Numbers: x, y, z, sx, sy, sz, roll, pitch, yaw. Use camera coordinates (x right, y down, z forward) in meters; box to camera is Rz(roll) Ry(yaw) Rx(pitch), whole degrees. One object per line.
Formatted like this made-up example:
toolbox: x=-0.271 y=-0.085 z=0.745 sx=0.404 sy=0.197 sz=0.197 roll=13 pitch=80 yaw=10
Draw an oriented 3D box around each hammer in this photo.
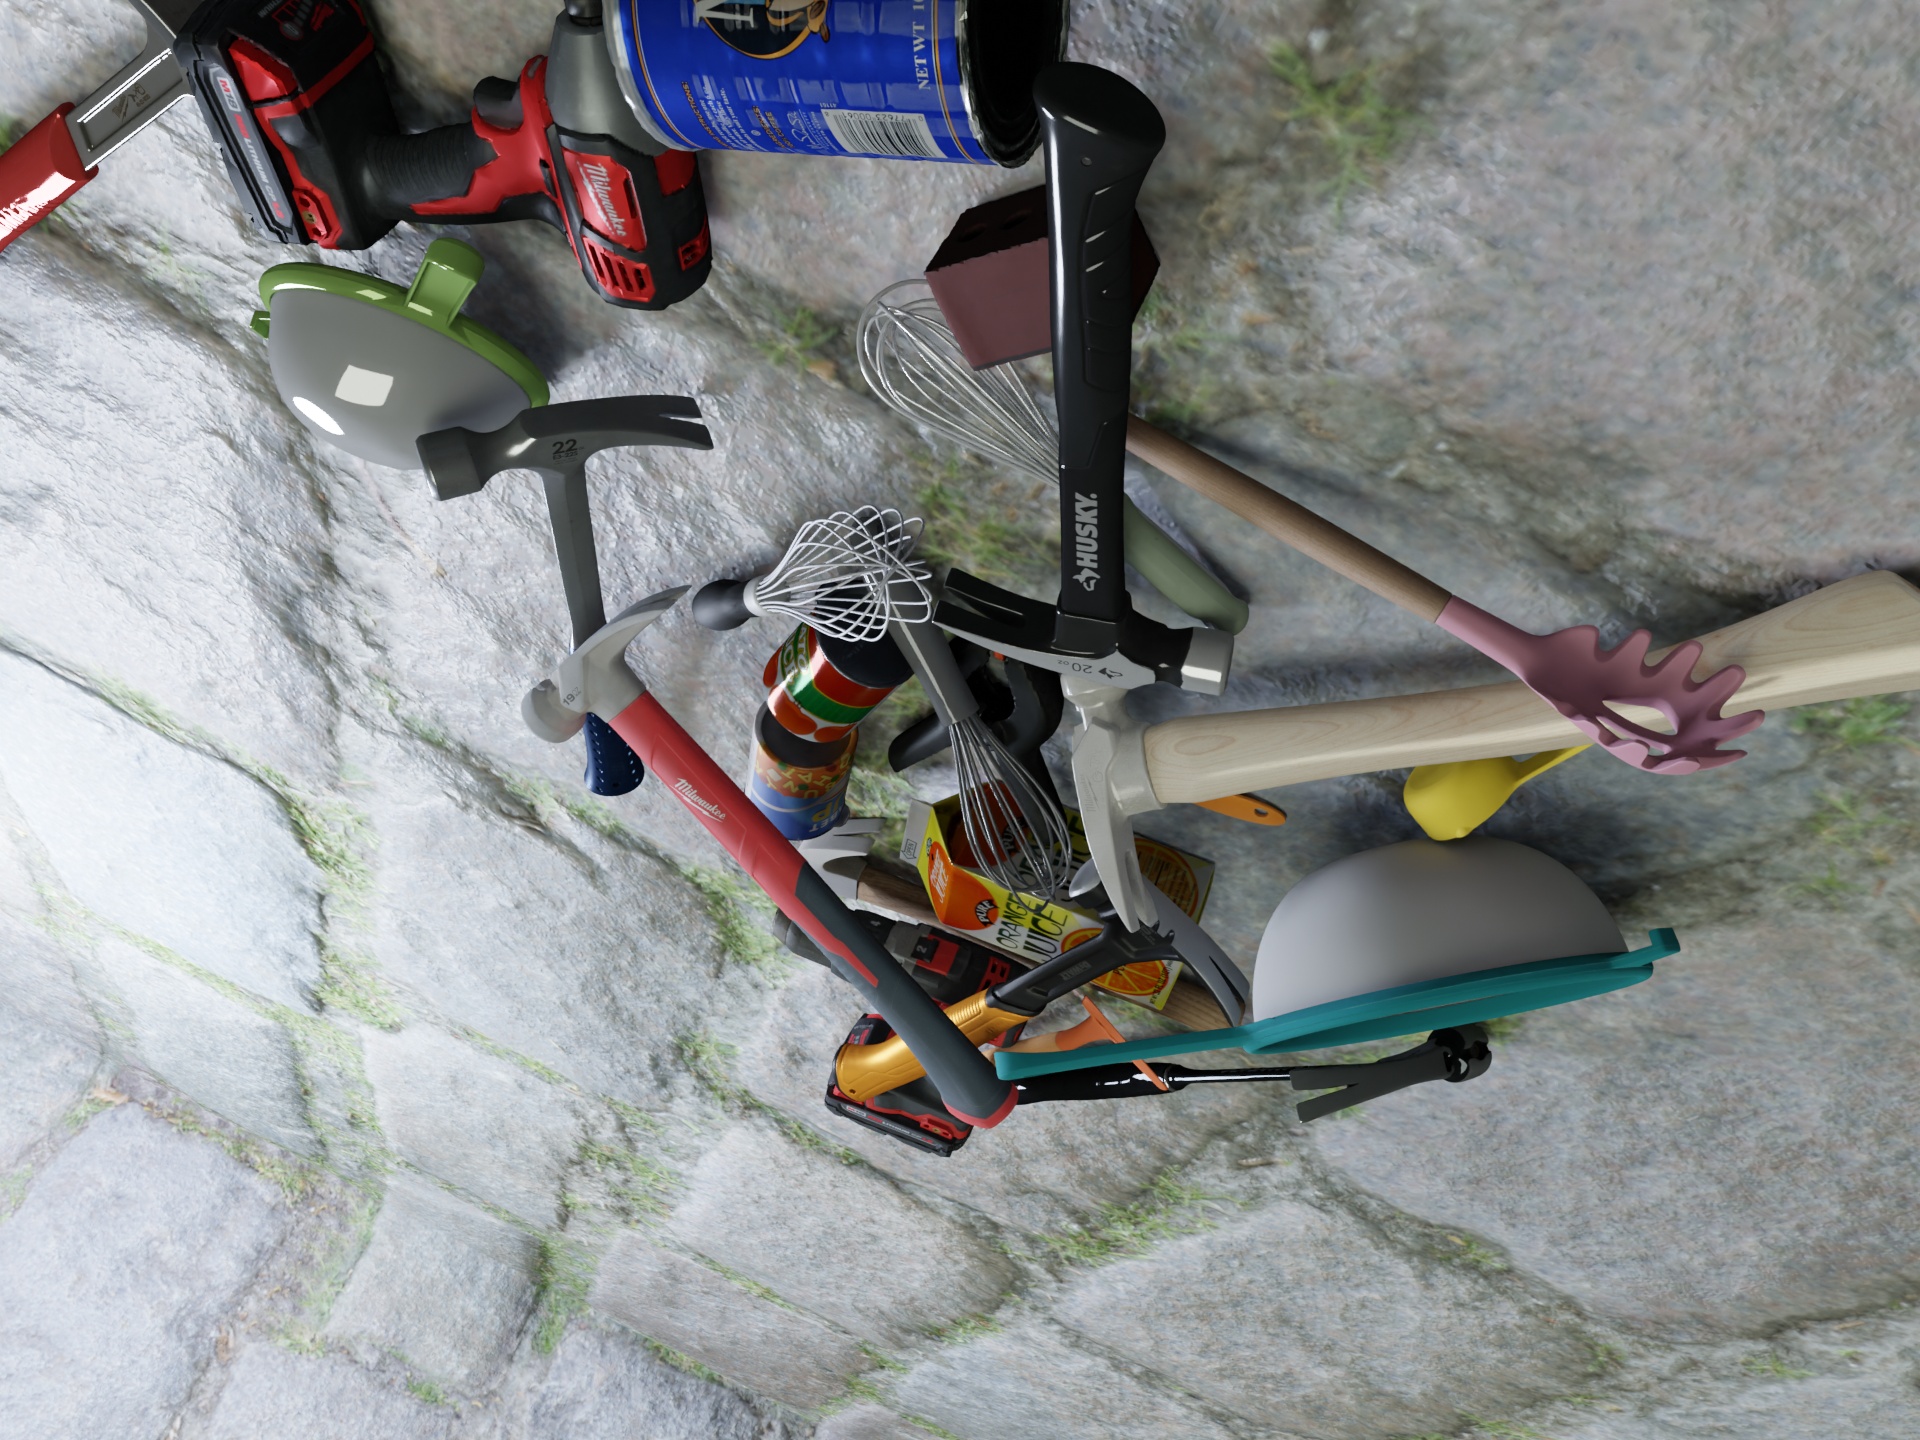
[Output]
hammer: x=0.027 y=0.189 z=1.010 sx=0.127 sy=0.034 sz=0.337 roll=42 pitch=135 yaw=-13
hammer: x=0.037 y=0.150 z=1.107 sx=0.331 sy=0.031 sz=0.130 roll=19 pitch=145 yaw=9
hammer: x=-0.088 y=0.094 z=0.951 sx=0.143 sy=0.038 sz=0.386 roll=-34 pitch=103 yaw=34
hammer: x=-0.219 y=-0.056 z=0.964 sx=0.144 sy=0.035 sz=0.405 roll=-17 pitch=156 yaw=-15
hammer: x=0.158 y=0.251 z=1.110 sx=0.149 sy=0.036 sz=0.409 roll=-5 pitch=171 yaw=-36
hammer: x=-0.501 y=-0.308 z=0.860 sx=0.359 sy=0.037 sz=0.149 roll=-8 pitch=132 yaw=38
hammer: x=0.235 y=0.011 z=0.752 sx=0.411 sy=0.038 sz=0.146 roll=-11 pitch=91 yaw=36
hammer: x=0.050 y=-0.122 z=0.667 sx=0.146 sy=0.035 sz=0.334 roll=11 pitch=149 yaw=12

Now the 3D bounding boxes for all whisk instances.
whisk: x=0.050 y=-0.117 z=0.754 sx=0.246 sy=0.059 sz=0.058 roll=37 pitch=180 yaw=-21
whisk: x=-0.090 y=-0.068 z=0.839 sx=0.070 sy=0.070 sz=0.285 roll=41 pitch=162 yaw=-20
whisk: x=-0.003 y=-0.002 z=0.868 sx=0.055 sy=0.055 sz=0.239 roll=-19 pitch=101 yaw=45

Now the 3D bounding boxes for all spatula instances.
spatula: x=0.060 y=0.244 z=1.171 sx=0.081 sy=0.041 sz=0.322 roll=49 pitch=151 yaw=-2

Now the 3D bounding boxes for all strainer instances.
strainer: x=0.182 y=0.122 z=0.845 sx=0.340 sy=0.095 sz=0.211 roll=-9 pitch=163 yaw=2
strainer: x=-0.272 y=-0.170 z=0.775 sx=0.151 sy=0.069 sz=0.256 roll=22 pitch=170 yaw=-24

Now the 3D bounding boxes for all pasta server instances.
pasta server: x=0.188 y=-0.066 z=0.692 sx=0.316 sy=0.060 sz=0.040 roll=32 pitch=155 yaw=14

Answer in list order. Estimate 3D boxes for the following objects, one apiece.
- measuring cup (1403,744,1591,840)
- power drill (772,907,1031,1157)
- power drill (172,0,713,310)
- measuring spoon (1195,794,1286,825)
measuring cup: x=0.278 y=0.007 z=0.768 sx=0.029 sy=0.062 sz=0.156 roll=44 pitch=131 yaw=-7
power drill: x=-0.050 y=0.215 z=1.156 sx=0.188 sy=0.080 sz=0.226 roll=21 pitch=142 yaw=7
power drill: x=-0.222 y=-0.267 z=0.707 sx=0.220 sy=0.079 sz=0.143 roll=13 pitch=143 yaw=13
measuring spoon: x=0.134 y=0.037 z=0.925 sx=0.117 sy=0.011 sz=0.021 roll=19 pitch=144 yaw=5
